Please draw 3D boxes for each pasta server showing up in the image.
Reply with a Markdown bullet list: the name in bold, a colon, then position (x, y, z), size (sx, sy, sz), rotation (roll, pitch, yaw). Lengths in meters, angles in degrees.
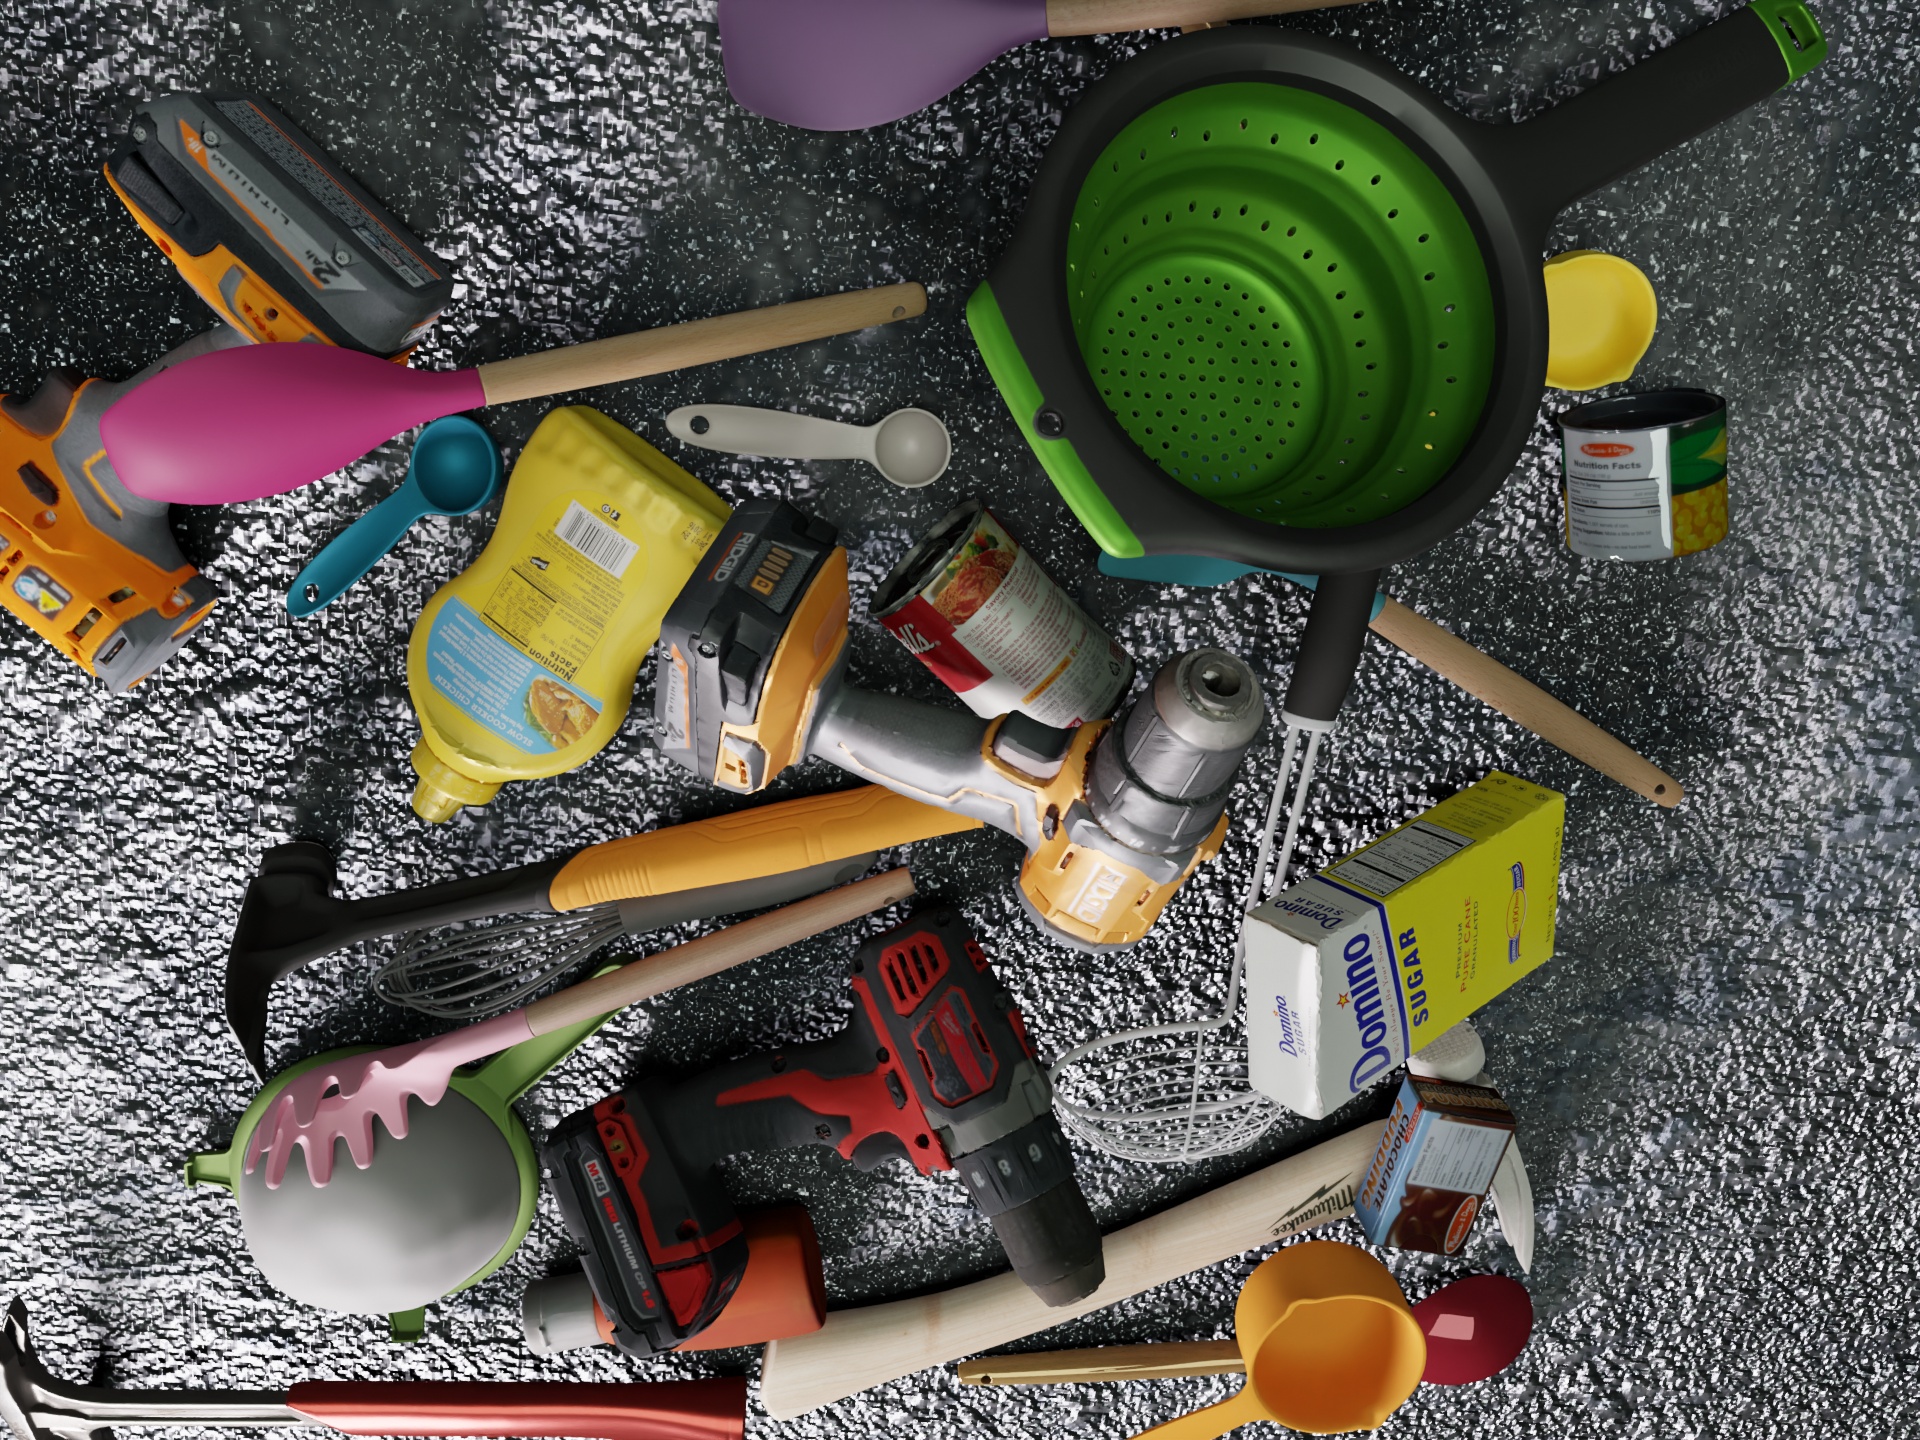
- **pasta server**: position (-0.168, 0.134, 0.724), size (0.316, 0.040, 0.060), rotation (-20, 147, -5)

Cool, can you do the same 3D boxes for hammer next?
- **hammer**: position (-0.149, 0.069, 0.704), size (0.337, 0.127, 0.034), rotation (-12, 125, -5)
- **hammer**: position (-0.289, 0.345, 0.809), size (0.359, 0.037, 0.149), rotation (4, 132, -8)
- **hammer**: position (0.092, 0.288, 0.829), size (0.410, 0.038, 0.146), rotation (-22, 110, 5)

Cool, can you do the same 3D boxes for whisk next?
- **whisk**: position (-0.154, 0.092, 0.741), size (0.239, 0.055, 0.055), rotation (-15, 110, -3)

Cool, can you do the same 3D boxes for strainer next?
- **strainer**: position (-0.247, 0.205, 0.761), size (0.256, 0.069, 0.151), rotation (-40, 107, 12)

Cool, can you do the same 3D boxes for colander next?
- **colander**: position (0.177, -0.185, 0.629), size (0.397, 0.094, 0.204), rotation (-30, 90, -17)

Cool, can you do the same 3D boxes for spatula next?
- **spatula**: position (0.209, -0.032, 0.719), size (0.317, 0.044, 0.082), rotation (29, 109, -14)
- **spatula**: position (0.059, -0.271, 0.610), size (0.316, 0.018, 0.059), rotation (-3, 112, 11)

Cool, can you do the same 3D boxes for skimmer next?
- **skimmer**: position (0.129, 0.048, 0.724), size (0.127, 0.090, 0.363), rotation (6, 106, -17)

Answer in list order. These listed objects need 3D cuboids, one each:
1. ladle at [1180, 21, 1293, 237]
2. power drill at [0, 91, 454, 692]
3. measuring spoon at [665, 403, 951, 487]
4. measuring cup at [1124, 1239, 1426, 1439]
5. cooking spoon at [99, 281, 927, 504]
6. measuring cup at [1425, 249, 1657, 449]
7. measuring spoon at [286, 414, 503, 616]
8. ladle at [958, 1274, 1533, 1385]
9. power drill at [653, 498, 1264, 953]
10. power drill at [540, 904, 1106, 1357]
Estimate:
- **ladle**: position (0.077, -0.318, 0.605), size (0.078, 0.062, 0.320), rotation (-23, 112, 7)
- **power drill**: position (-0.332, -0.139, 0.632), size (0.164, 0.084, 0.226), rotation (43, 106, -15)
- **measuring spoon**: position (-0.065, -0.124, 0.689), size (0.124, 0.018, 0.034), rotation (7, 109, 2)
- **measuring cup**: position (0.145, 0.323, 0.801), size (0.173, 0.052, 0.095), rotation (-29, 111, 10)
- **cooking spoon**: position (-0.162, -0.136, 0.622), size (0.319, 0.017, 0.068), rotation (-16, 142, -18)
- **measuring cup**: position (0.227, -0.144, 0.696), size (0.156, 0.029, 0.062), rotation (-38, 107, 22)
- **measuring spoon**: position (-0.244, -0.084, 0.690), size (0.128, 0.021, 0.042), rotation (-35, 83, 18)
- **ladle**: position (0.156, 0.340, 0.856), size (0.315, 0.031, 0.069), rotation (-4, 109, 0)
- **power drill**: position (-0.001, -0.002, 0.620), size (0.226, 0.084, 0.185), rotation (26, 148, 2)
- **power drill**: position (-0.058, 0.214, 0.741), size (0.226, 0.080, 0.188), rotation (-27, 80, 5)
